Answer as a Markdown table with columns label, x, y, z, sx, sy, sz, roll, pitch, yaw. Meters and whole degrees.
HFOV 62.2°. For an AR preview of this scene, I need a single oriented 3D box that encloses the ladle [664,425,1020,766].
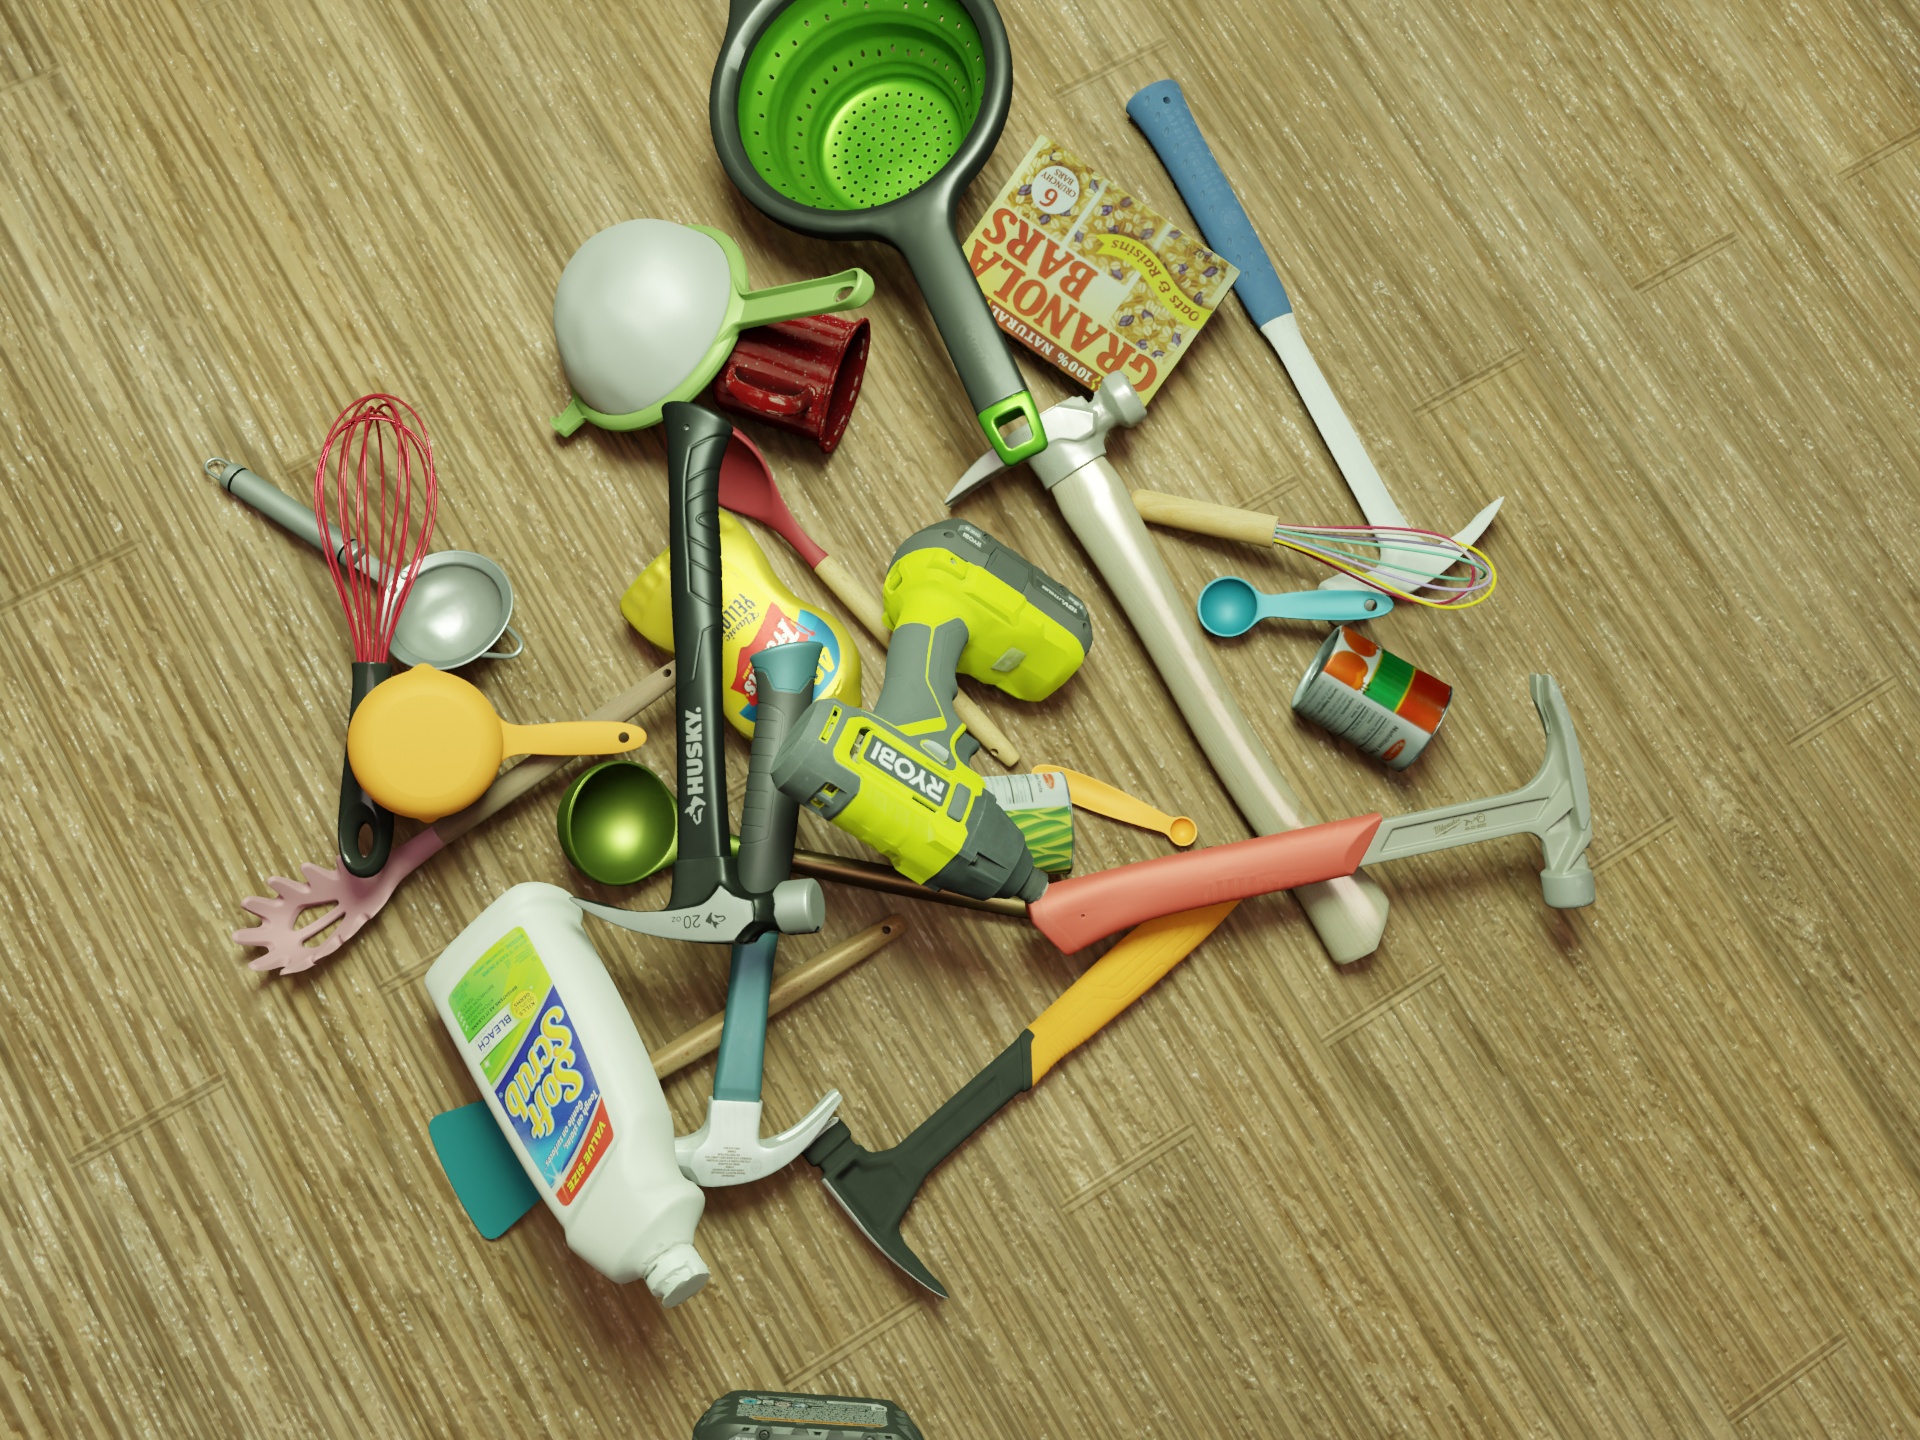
| label | x | y | z | sx | sy | sz | roll | pitch | yaw |
| --- | --- | --- | --- | --- | --- | --- | --- | --- | --- |
| ladle | -0.073 | -0.085 | 1.047 | 0.315 | 0.069 | 0.031 | 46 | 51 | -1 |

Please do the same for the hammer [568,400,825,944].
| label | x | y | z | sx | sy | sz | roll | pitch | yaw |
| --- | --- | --- | --- | --- | --- | --- | --- | --- | --- |
| hammer | -0.161 | -0.033 | 0.950 | 0.146 | 0.035 | 0.335 | -7 | 77 | 13 |

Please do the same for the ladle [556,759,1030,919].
| label | x | y | z | sx | sy | sz | roll | pitch | yaw |
| --- | --- | --- | --- | --- | --- | --- | --- | --- | --- |
| ladle | -0.093 | 0.090 | 1.003 | 0.320 | 0.062 | 0.078 | 12 | 81 | -6 |

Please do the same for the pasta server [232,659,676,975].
| label | x | y | z | sx | sy | sz | roll | pitch | yaw |
| --- | --- | --- | --- | --- | --- | --- | --- | --- | --- |
| pasta server | -0.301 | 0.054 | 0.980 | 0.316 | 0.040 | 0.060 | -35 | 77 | -3 |

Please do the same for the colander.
| label | x | y | z | sx | sy | sz | roll | pitch | yaw |
| --- | --- | --- | --- | --- | --- | --- | --- | --- | --- |
| colander | -0.027 | -0.334 | 1.055 | 0.204 | 0.094 | 0.397 | -25 | 76 | 8 |

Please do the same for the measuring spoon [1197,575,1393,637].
| label | x | y | z | sx | sy | sz | roll | pitch | yaw |
| --- | --- | --- | --- | --- | --- | --- | --- | --- | --- |
| measuring spoon | 0.224 | -0.075 | 1.069 | 0.128 | 0.021 | 0.042 | 0 | 80 | 12 |

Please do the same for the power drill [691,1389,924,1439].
| label | x | y | z | sx | sy | sz | roll | pitch | yaw |
| --- | --- | --- | --- | --- | --- | --- | --- | --- | --- |
| power drill | -0.080 | 0.515 | 0.908 | 0.190 | 0.080 | 0.228 | 6 | 81 | -4 |

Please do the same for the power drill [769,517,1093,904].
| label | x | y | z | sx | sy | sz | roll | pitch | yaw |
| --- | --- | --- | --- | --- | --- | --- | --- | --- | --- |
| power drill | -0.002 | -0.003 | 0.959 | 0.171 | 0.080 | 0.223 | 33 | 46 | -13 |

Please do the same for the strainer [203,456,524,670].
| label | x | y | z | sx | sy | sz | roll | pitch | yaw |
| --- | --- | --- | --- | --- | --- | --- | --- | --- | --- |
| strainer | -0.382 | -0.102 | 1.022 | 0.258 | 0.050 | 0.087 | 32 | 70 | 7 |

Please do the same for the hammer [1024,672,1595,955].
| label | x | y | z | sx | sy | sz | roll | pitch | yaw |
| --- | --- | --- | --- | --- | --- | --- | --- | --- | --- |
| hammer | 0.216 | 0.076 | 0.996 | 0.359 | 0.037 | 0.149 | -11 | 93 | -3 |

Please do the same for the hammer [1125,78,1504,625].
| label | x | y | z | sx | sy | sz | roll | pitch | yaw |
| --- | --- | --- | --- | --- | --- | --- | --- | --- | --- |
| hammer | 0.232 | -0.273 | 1.117 | 0.144 | 0.035 | 0.405 | -25 | 82 | -10 |

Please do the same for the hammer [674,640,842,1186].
| label | x | y | z | sx | sy | sz | roll | pitch | yaw |
| --- | --- | --- | --- | --- | --- | --- | --- | --- | --- |
| hammer | -0.123 | 0.114 | 0.963 | 0.128 | 0.033 | 0.331 | 7 | 86 | -12 |

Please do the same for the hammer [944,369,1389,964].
| label | x | y | z | sx | sy | sz | roll | pitch | yaw |
| --- | --- | --- | --- | --- | --- | --- | --- | --- | --- |
| hammer | 0.147 | -0.020 | 1.049 | 0.146 | 0.038 | 0.411 | -31 | 87 | 8 |

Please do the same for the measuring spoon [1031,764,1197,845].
| label | x | y | z | sx | sy | sz | roll | pitch | yaw |
| --- | --- | --- | --- | --- | --- | --- | --- | --- | --- |
| measuring spoon | 0.101 | 0.056 | 1.053 | 0.117 | 0.011 | 0.021 | 22 | 77 | 3 |

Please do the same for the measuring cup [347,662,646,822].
| label | x | y | z | sx | sy | sz | roll | pitch | yaw |
| --- | --- | --- | --- | --- | --- | --- | --- | --- | --- |
| measuring cup | -0.271 | 0.013 | 0.937 | 0.173 | 0.052 | 0.095 | -2 | 91 | -17 |

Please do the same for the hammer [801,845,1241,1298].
| label | x | y | z | sx | sy | sz | roll | pitch | yaw |
| --- | --- | --- | --- | --- | --- | --- | --- | --- | --- |
| hammer | 0.065 | 0.205 | 1.005 | 0.337 | 0.034 | 0.127 | -40 | 84 | -12 |

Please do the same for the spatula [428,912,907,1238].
| label | x | y | z | sx | sy | sz | roll | pitch | yaw |
| --- | --- | --- | --- | --- | --- | --- | --- | --- | --- |
| spatula | -0.172 | 0.204 | 0.989 | 0.317 | 0.044 | 0.082 | -29 | 81 | -15 |

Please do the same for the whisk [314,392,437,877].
| label | x | y | z | sx | sy | sz | roll | pitch | yaw |
| --- | --- | --- | --- | --- | --- | --- | --- | --- | --- |
| whisk | -0.357 | -0.053 | 0.964 | 0.073 | 0.073 | 0.296 | 0 | 85 | -5 |

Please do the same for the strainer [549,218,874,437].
| label | x | y | z | sx | sy | sz | roll | pitch | yaw |
| --- | --- | --- | --- | --- | --- | --- | --- | --- | --- |
| strainer | -0.170 | -0.264 | 0.987 | 0.256 | 0.069 | 0.151 | 2 | 72 | 36 |

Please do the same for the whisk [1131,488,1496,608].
| label | x | y | z | sx | sy | sz | roll | pitch | yaw |
| --- | --- | --- | --- | --- | --- | --- | --- | --- | --- |
| whisk | 0.229 | -0.117 | 1.051 | 0.245 | 0.051 | 0.047 | 15 | 94 | 17 |
